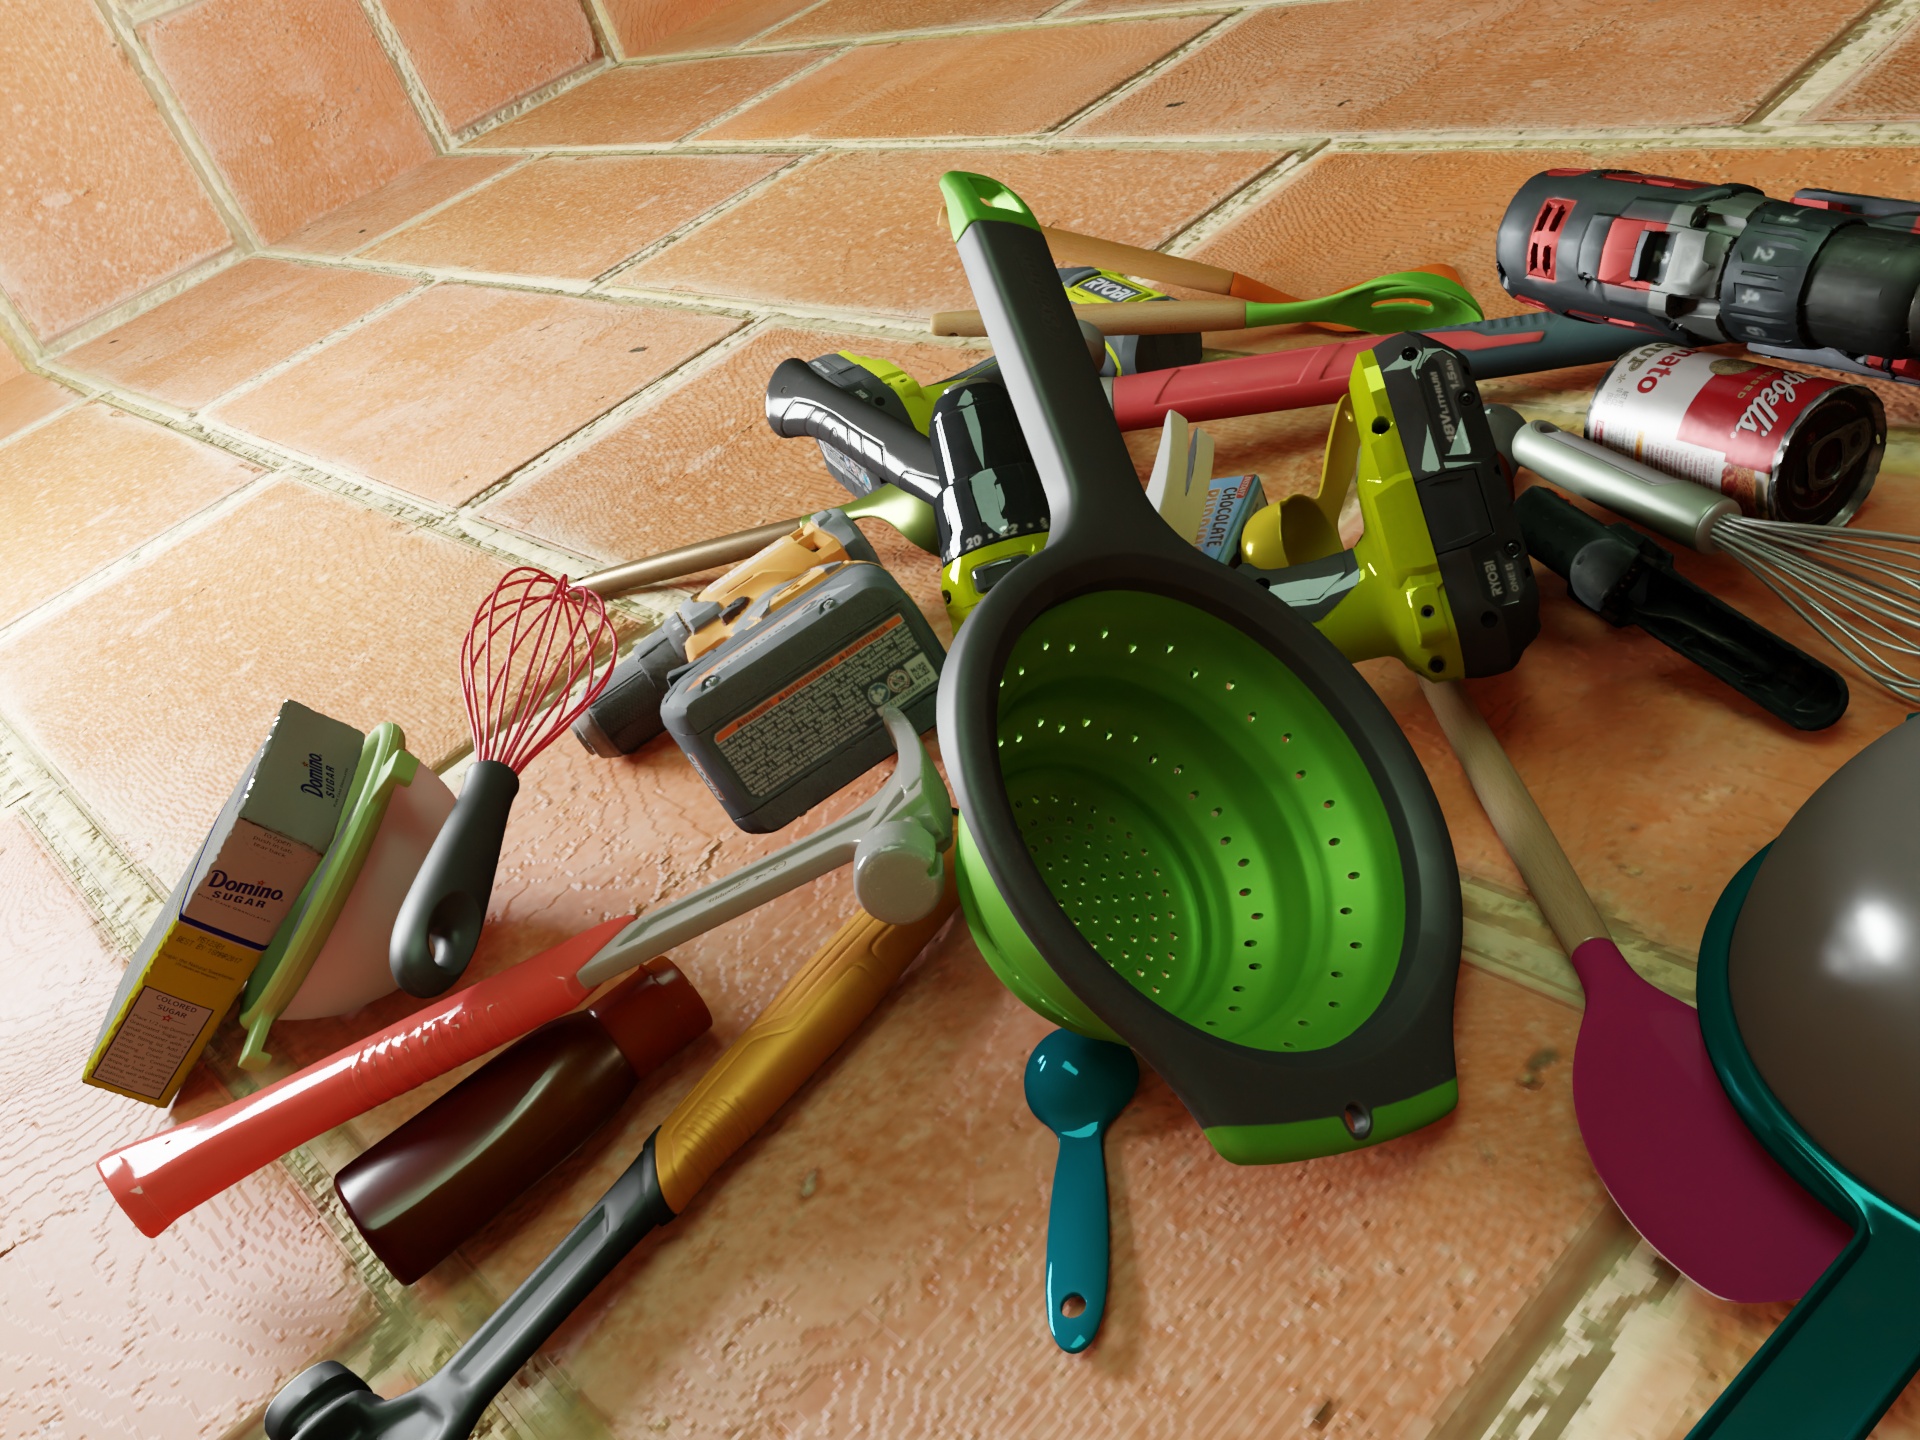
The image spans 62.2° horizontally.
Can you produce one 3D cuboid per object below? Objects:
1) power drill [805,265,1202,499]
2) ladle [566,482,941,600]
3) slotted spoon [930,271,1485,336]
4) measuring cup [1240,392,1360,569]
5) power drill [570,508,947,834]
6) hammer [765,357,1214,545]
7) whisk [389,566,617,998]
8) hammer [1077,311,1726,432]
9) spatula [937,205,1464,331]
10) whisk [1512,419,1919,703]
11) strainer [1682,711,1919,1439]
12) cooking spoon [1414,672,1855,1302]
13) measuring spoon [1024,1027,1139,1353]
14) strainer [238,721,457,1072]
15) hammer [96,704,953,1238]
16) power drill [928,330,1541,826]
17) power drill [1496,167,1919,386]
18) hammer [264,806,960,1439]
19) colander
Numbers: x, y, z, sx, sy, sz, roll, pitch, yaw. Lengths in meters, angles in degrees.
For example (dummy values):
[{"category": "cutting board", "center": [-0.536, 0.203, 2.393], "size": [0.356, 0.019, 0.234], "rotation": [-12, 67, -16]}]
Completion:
[{"category": "power drill", "center": [0.018, -0.222, 1.011], "size": [0.223, 0.080, 0.171], "rotation": [-26, 34, -13]}, {"category": "ladle", "center": [-0.107, -0.099, 0.949], "size": [0.320, 0.062, 0.078], "rotation": [-10, 35, 29]}, {"category": "slotted spoon", "center": [0.138, -0.234, 0.914], "size": [0.314, 0.070, 0.031], "rotation": [0, 78, 9]}, {"category": "measuring cup", "center": [0.169, -0.108, 0.772], "size": [0.029, 0.062, 0.157], "rotation": [-20, 32, 39]}, {"category": "power drill", "center": [-0.106, -0.021, 0.773], "size": [0.185, 0.084, 0.226], "rotation": [-34, 21, -3]}, {"category": "hammer", "center": [-0.007, -0.129, 0.822], "size": [0.335, 0.035, 0.146], "rotation": [38, 101, 45]}, {"category": "whisk", "center": [-0.204, 0.015, 0.704], "size": [0.073, 0.073, 0.296], "rotation": [-16, 33, 9]}, {"category": "hammer", "center": [0.230, -0.177, 0.841], "size": [0.386, 0.038, 0.143], "rotation": [-6, 59, 15]}, {"category": "spatula", "center": [0.145, -0.283, 0.979], "size": [0.322, 0.041, 0.081], "rotation": [13, 39, 1]}, {"category": "whisk", "center": [0.313, -0.076, 0.643], "size": [0.057, 0.059, 0.247], "rotation": [-7, 30, -25]}, {"category": "strainer", "center": [0.266, 0.085, 0.401], "size": [0.340, 0.095, 0.211], "rotation": [-34, 38, -24]}, {"category": "cooking spoon", "center": [0.209, 0.064, 0.550], "size": [0.069, 0.017, 0.319], "rotation": [-8, 35, 1]}, {"category": "measuring spoon", "center": [0.037, 0.147, 0.527], "size": [0.042, 0.021, 0.129], "rotation": [-13, 33, 14]}, {"category": "strainer", "center": [-0.288, 0.073, 0.787], "size": [0.151, 0.069, 0.256], "rotation": [-63, 22, 0]}, {"category": "hammer", "center": [-0.169, 0.103, 0.618], "size": [0.359, 0.036, 0.149], "rotation": [-26, 18, 5]}, {"category": "power drill", "center": [0.101, -0.073, 0.653], "size": [0.228, 0.190, 0.080], "rotation": [-16, -8, 14]}, {"category": "power drill", "center": [0.361, -0.182, 0.659], "size": [0.226, 0.080, 0.188], "rotation": [-6, 25, -35]}, {"category": "hammer", "center": [-0.088, 0.151, 0.583], "size": [0.127, 0.034, 0.337], "rotation": [11, 46, 41]}, {"category": "colander", "center": [0.043, -0.027, 0.582], "size": [0.204, 0.094, 0.397], "rotation": [-1, 62, -34]}]
